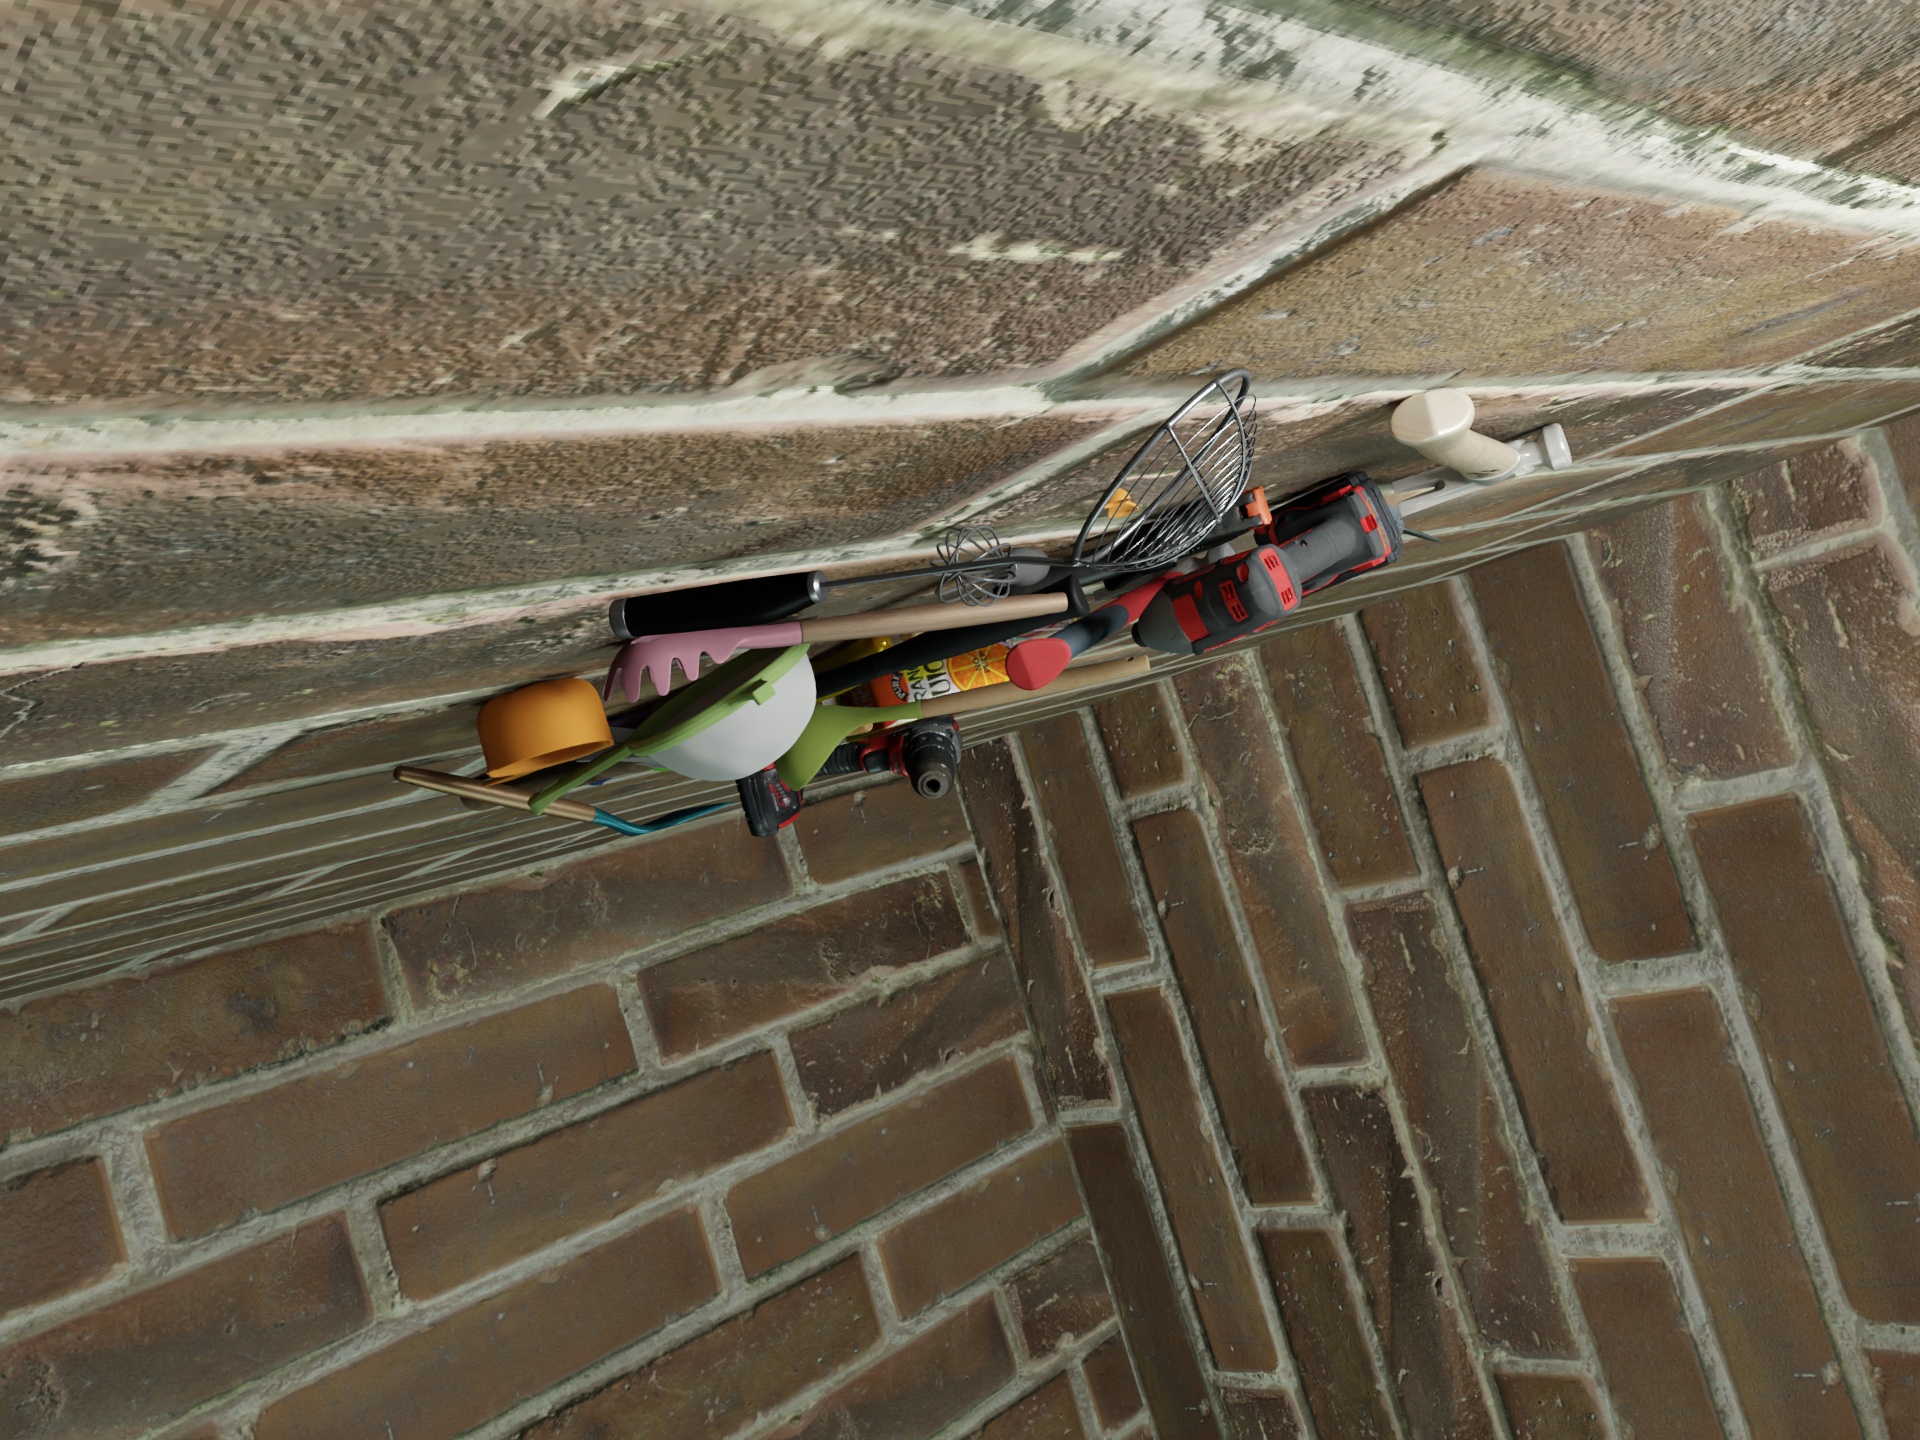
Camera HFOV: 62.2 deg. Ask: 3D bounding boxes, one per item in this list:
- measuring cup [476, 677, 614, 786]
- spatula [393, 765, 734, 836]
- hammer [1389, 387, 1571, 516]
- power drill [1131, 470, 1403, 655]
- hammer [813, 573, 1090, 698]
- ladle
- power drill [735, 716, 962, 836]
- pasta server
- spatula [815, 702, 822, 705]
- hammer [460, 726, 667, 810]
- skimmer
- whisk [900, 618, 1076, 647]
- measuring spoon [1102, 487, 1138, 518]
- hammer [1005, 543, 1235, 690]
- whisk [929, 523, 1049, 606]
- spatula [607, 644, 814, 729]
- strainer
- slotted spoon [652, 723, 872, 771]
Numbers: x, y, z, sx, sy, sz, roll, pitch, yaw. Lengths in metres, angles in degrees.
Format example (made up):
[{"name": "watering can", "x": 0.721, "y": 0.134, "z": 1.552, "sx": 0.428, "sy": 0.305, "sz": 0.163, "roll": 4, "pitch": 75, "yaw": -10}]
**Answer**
[{"name": "measuring cup", "x": -0.315, "y": 0.011, "z": 1.139, "sx": 0.095, "sy": 0.052, "sz": 0.173, "roll": -14, "pitch": 177, "yaw": -37}, {"name": "spatula", "x": -0.344, "y": 0.067, "z": 1.386, "sx": 0.082, "sy": 0.044, "sz": 0.317, "roll": -10, "pitch": 161, "yaw": 42}, {"name": "hammer", "x": 0.365, "y": -0.201, "z": 1.193, "sx": 0.146, "sy": 0.038, "sz": 0.410, "roll": -17, "pitch": 176, "yaw": 25}, {"name": "power drill", "x": 0.234, "y": -0.112, "z": 1.230, "sx": 0.219, "sy": 0.078, "sz": 0.143, "roll": -30, "pitch": -175, "yaw": -42}, {"name": "hammer", "x": -0.048, "y": -0.047, "z": 1.211, "sx": 0.335, "sy": 0.035, "sz": 0.146, "roll": -17, "pitch": -169, "yaw": 33}, {"name": "ladle", "x": -0.002, "y": -0.004, "z": 1.292, "sx": 0.320, "sy": 0.062, "sz": 0.078, "roll": -12, "pitch": -152, "yaw": 10}, {"name": "power drill", "x": -0.108, "y": 0.049, "z": 1.593, "sx": 0.226, "sy": 0.080, "sz": 0.188, "roll": -13, "pitch": -160, "yaw": 2}, {"name": "pasta server", "x": -0.079, "y": -0.054, "z": 1.054, "sx": 0.316, "sy": 0.040, "sz": 0.060, "roll": -8, "pitch": -169, "yaw": -14}, {"name": "spatula", "x": -0.171, "y": -0.010, "z": 1.492, "sx": 0.081, "sy": 0.041, "sz": 0.322, "roll": 4, "pitch": -165, "yaw": 24}, {"name": "hammer", "x": -0.353, "y": 0.048, "z": 1.435, "sx": 0.331, "sy": 0.031, "sz": 0.130, "roll": -12, "pitch": 160, "yaw": 41}, {"name": "skimmer", "x": -0.022, "y": -0.109, "z": 0.844, "sx": 0.363, "sy": 0.090, "sz": 0.127, "roll": -7, "pitch": 179, "yaw": 15}, {"name": "whisk", "x": 0.031, "y": -0.085, "z": 1.437, "sx": 0.245, "sy": 0.051, "sz": 0.047, "roll": -6, "pitch": 144, "yaw": -51}, {"name": "measuring spoon", "x": 0.106, "y": -0.145, "z": 1.058, "sx": 0.021, "sy": 0.011, "sz": 0.117, "roll": -18, "pitch": 180, "yaw": 10}, {"name": "hammer", "x": 0.114, "y": -0.082, "z": 1.333, "sx": 0.143, "sy": 0.038, "sz": 0.386, "roll": -18, "pitch": -174, "yaw": 29}, {"name": "whisk", "x": 0.028, "y": -0.104, "z": 1.058, "sx": 0.055, "sy": 0.055, "sz": 0.239, "roll": -18, "pitch": -179, "yaw": 16}, {"name": "spatula", "x": -0.238, "y": -0.015, "z": 1.342, "sx": 0.316, "sy": 0.018, "sz": 0.059, "roll": -18, "pitch": 170, "yaw": 37}, {"name": "strainer", "x": -0.201, "y": 0.026, "z": 1.151, "sx": 0.256, "sy": 0.069, "sz": 0.151, "roll": -29, "pitch": -166, "yaw": 19}, {"name": "slotted spoon", "x": -0.206, "y": 0.022, "z": 1.556, "sx": 0.314, "sy": 0.031, "sz": 0.070, "roll": -8, "pitch": -169, "yaw": 38}]
